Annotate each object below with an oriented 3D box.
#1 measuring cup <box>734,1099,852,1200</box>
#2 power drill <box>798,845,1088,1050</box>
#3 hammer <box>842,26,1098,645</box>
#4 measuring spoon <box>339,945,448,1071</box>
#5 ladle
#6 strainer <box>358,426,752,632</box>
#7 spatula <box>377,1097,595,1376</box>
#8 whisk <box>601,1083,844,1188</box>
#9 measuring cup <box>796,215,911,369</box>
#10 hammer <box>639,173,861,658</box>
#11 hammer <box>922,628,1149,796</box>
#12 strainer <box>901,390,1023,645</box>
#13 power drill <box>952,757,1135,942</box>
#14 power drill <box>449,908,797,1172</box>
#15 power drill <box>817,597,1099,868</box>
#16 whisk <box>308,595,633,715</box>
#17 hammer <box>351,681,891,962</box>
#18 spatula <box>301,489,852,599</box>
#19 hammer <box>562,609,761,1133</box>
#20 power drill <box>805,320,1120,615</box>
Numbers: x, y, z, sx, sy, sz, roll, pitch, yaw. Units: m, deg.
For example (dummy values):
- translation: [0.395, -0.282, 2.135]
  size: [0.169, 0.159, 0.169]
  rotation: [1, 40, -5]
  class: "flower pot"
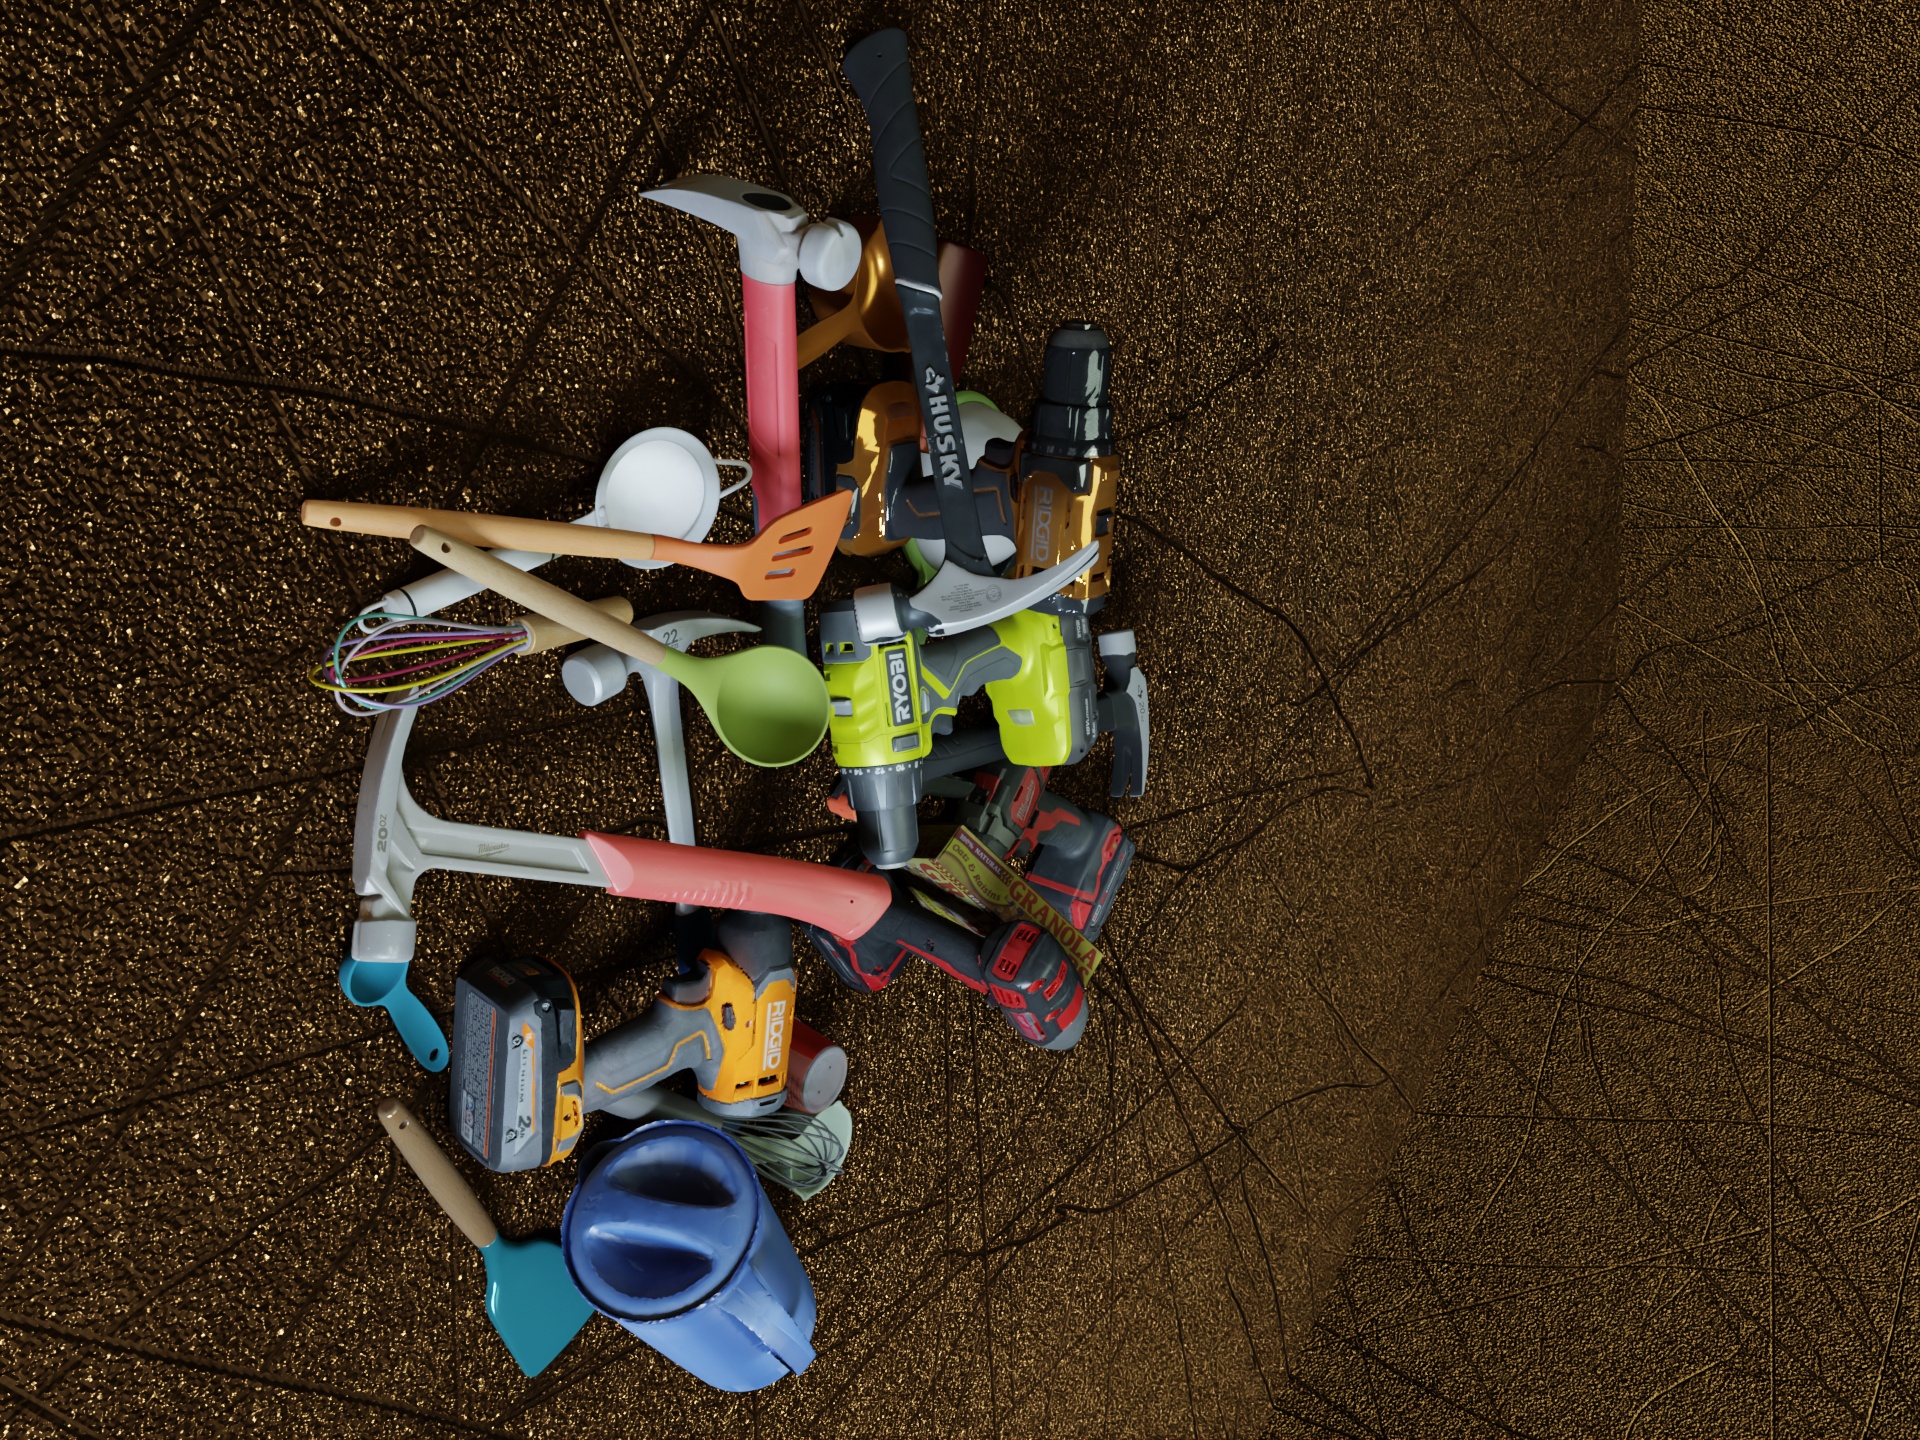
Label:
- translation: [-0.147, 0.327, 1.235]
  size: [0.167, 0.038, 0.083]
  rotation: [24, 84, -56]
  class: "measuring cup"
- translation: [-0.004, 0.184, 1.216]
  size: [0.078, 0.220, 0.143]
  rotation: [-57, 144, -23]
  class: "power drill"
- translation: [-0.018, -0.251, 0.986]
  size: [0.036, 0.149, 0.409]
  rotation: [75, 6, -75]
  class: "hammer"
- translation: [-0.326, 0.165, 0.918]
  size: [0.042, 0.021, 0.128]
  rotation: [-51, 151, -32]
  class: "measuring spoon"
- translation: [-0.185, -0.045, 0.924]
  size: [0.319, 0.062, 0.078]
  rotation: [30, 75, -55]
  class: "ladle"
- translation: [-0.231, -0.107, 0.913]
  size: [0.258, 0.050, 0.086]
  rotation: [-33, 130, -38]
  class: "strainer"
- translation: [-0.290, 0.311, 0.975]
  size: [0.082, 0.044, 0.317]
  rotation: [-48, 152, -28]
  class: "spatula"
- translation: [-0.174, 0.285, 1.118]
  size: [0.238, 0.055, 0.055]
  rotation: [30, 78, -37]
  class: "whisk"
- translation: [-0.086, -0.271, 1.048]
  size: [0.174, 0.052, 0.095]
  rotation: [-44, 137, -35]
  class: "measuring cup"
- translation: [-0.129, -0.148, 1.016]
  size: [0.038, 0.143, 0.386]
  rotation: [-40, 146, -40]
  class: "hammer"
- translation: [0.049, 0.017, 1.303]
  size: [0.334, 0.035, 0.146]
  rotation: [-14, 98, -47]
  class: "hammer"
- translation: [0.004, -0.126, 1.230]
  size: [0.151, 0.069, 0.256]
  rotation: [20, 86, -58]
  class: "strainer"
- translation: [0.058, 0.125, 1.421]
  size: [0.226, 0.080, 0.188]
  rotation: [46, 65, -51]
  class: "power drill"
- translation: [-0.201, 0.186, 1.013]
  size: [0.226, 0.084, 0.164]
  rotation: [-4, 105, -43]
  class: "power drill"
- translation: [-0.002, -0.004, 1.171]
  size: [0.228, 0.080, 0.190]
  rotation: [-12, 99, -44]
  class: "power drill"
- translation: [-0.259, -0.045, 0.873]
  size: [0.245, 0.047, 0.051]
  rotation: [-28, 100, -64]
  class: "whisk"
- translation: [-0.185, 0.080, 0.959]
  size: [0.358, 0.037, 0.149]
  rotation: [13, 77, -43]
  class: "hammer"
- translation: [-0.200, -0.104, 0.892]
  size: [0.322, 0.041, 0.081]
  rotation: [2, 127, -35]
  class: "spatula"
- translation: [-0.181, 0.115, 1.090]
  size: [0.144, 0.035, 0.405]
  rotation: [-33, 130, -45]
  class: "hammer"
- translation: [0.005, -0.179, 1.061]
  size: [0.084, 0.226, 0.185]
  rotation: [-23, 122, -51]
  class: "power drill"
